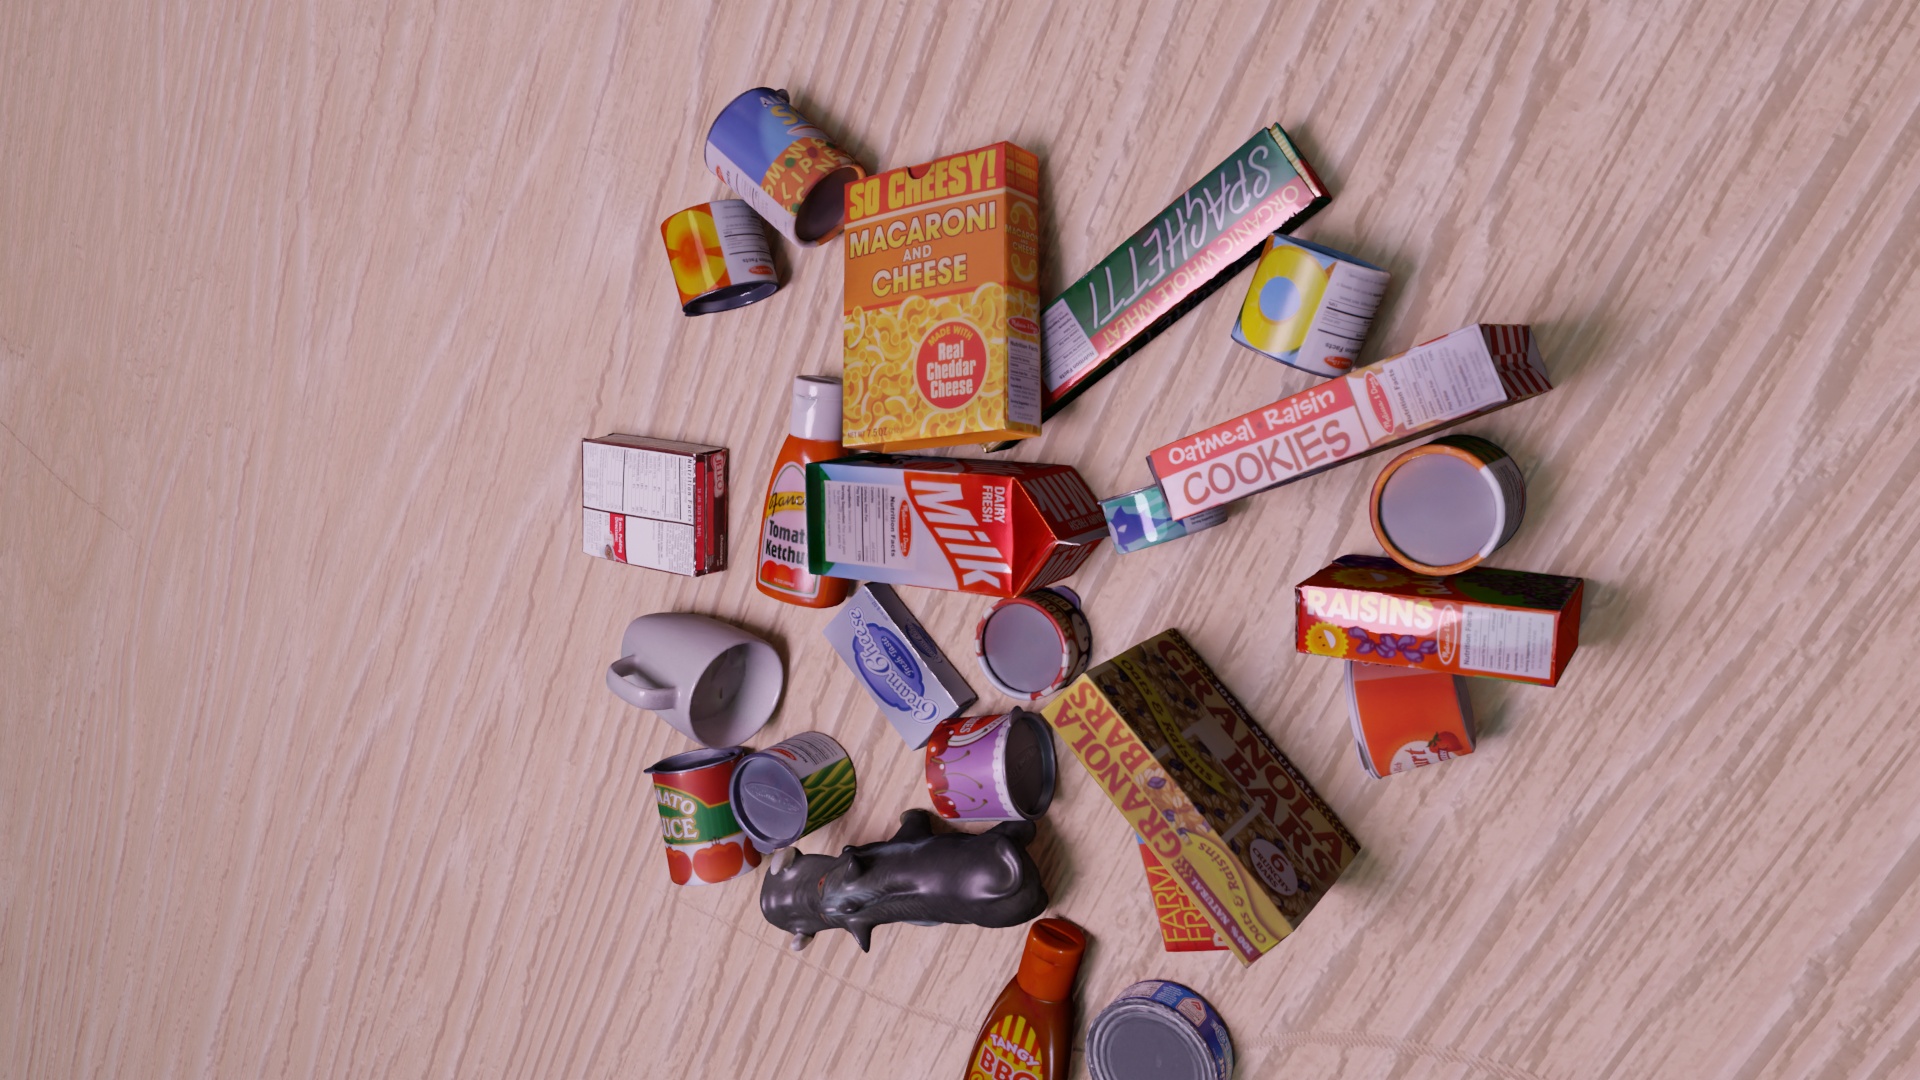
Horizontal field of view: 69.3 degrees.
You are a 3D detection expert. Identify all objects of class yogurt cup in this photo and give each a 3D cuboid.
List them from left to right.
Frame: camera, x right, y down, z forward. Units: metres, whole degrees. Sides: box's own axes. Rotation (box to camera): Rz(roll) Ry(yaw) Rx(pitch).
[{"bbox_3d":[0.235,0.087,0.724,0.054,0.072,0.072,-13,91,24],"label":"yogurt cup"}]

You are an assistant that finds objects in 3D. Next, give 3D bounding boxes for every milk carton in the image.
[{"bbox_3d":[0.003,-0.011,0.842,0.190,0.072,0.073,6,101,31],"label":"milk carton"}]

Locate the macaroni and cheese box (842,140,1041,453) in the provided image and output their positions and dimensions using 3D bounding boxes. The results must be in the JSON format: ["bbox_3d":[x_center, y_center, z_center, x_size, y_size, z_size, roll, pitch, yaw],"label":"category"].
[{"bbox_3d":[-0.013,-0.140,0.824,0.123,0.040,0.166,-4,85,37],"label":"macaroni and cheese box"}]

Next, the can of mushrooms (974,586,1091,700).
[{"bbox_3d":[0.045,0.062,0.851,0.071,0.033,0.071,6,101,31],"label":"can of mushrooms"}]

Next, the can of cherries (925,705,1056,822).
[{"bbox_3d":[0.019,0.138,0.859,0.058,0.072,0.071,-9,94,31],"label":"can of cherries"}]

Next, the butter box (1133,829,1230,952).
[{"bbox_3d":[0.136,0.190,0.822,0.053,0.024,0.103,-14,90,33],"label":"butter box"}]

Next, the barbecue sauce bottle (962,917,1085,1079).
[{"bbox_3d":[0.044,0.313,0.886,0.065,0.044,0.148,23,109,26],"label":"barbecue sauce bottle"}]

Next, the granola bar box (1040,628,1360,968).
[{"bbox_3d":[0.134,0.131,0.755,0.166,0.124,0.039,51,119,14],"label":"granola bar box"}]

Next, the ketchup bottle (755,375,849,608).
[{"bbox_3d":[-0.098,-0.033,0.916,0.065,0.044,0.148,14,105,29],"label":"ketchup bottle"}]

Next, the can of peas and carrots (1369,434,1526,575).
[{"bbox_3d":[0.244,-0.018,0.703,0.071,0.059,0.070,5,100,30],"label":"can of peas and carrots"}]

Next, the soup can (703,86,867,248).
[{"bbox_3d":[-0.108,-0.237,0.877,0.084,0.071,0.071,43,117,18],"label":"soup can"}]

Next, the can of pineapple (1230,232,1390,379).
[{"bbox_3d":[0.180,-0.123,0.721,0.071,0.071,0.057,28,111,25],"label":"can of pineapple"}]

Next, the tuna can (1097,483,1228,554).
[{"bbox_3d":[0.112,-0.016,0.779,0.071,0.071,0.033,-18,89,32],"label":"tuna can"}]

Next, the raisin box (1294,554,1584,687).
[{"bbox_3d":[0.241,0.037,0.698,0.123,0.086,0.040,6,103,30],"label":"raisin box"}]

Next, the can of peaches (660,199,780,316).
[{"bbox_3d":[-0.160,-0.186,0.914,0.071,0.071,0.058,-16,89,32],"label":"can of peaches"}]

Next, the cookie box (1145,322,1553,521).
[{"bbox_3d":[0.193,-0.060,0.689,0.167,0.123,0.040,-21,86,32],"label":"cookie box"}]

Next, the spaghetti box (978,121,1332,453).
[{"bbox_3d":[0.095,-0.137,0.791,0.249,0.029,0.050,-36,79,30],"label":"spaghetti box"}]

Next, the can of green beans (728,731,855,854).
[{"bbox_3d":[-0.114,0.169,0.950,0.071,0.058,0.071,6,101,30],"label":"can of green beans"}]

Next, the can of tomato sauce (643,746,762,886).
[{"bbox_3d":[-0.182,0.195,0.988,0.071,0.071,0.083,-7,95,32],"label":"can of tomato sauce"}]

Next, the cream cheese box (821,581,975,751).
[{"bbox_3d":[-0.041,0.082,0.911,0.104,0.024,0.053,51,120,14],"label":"cream cheese box"}]
